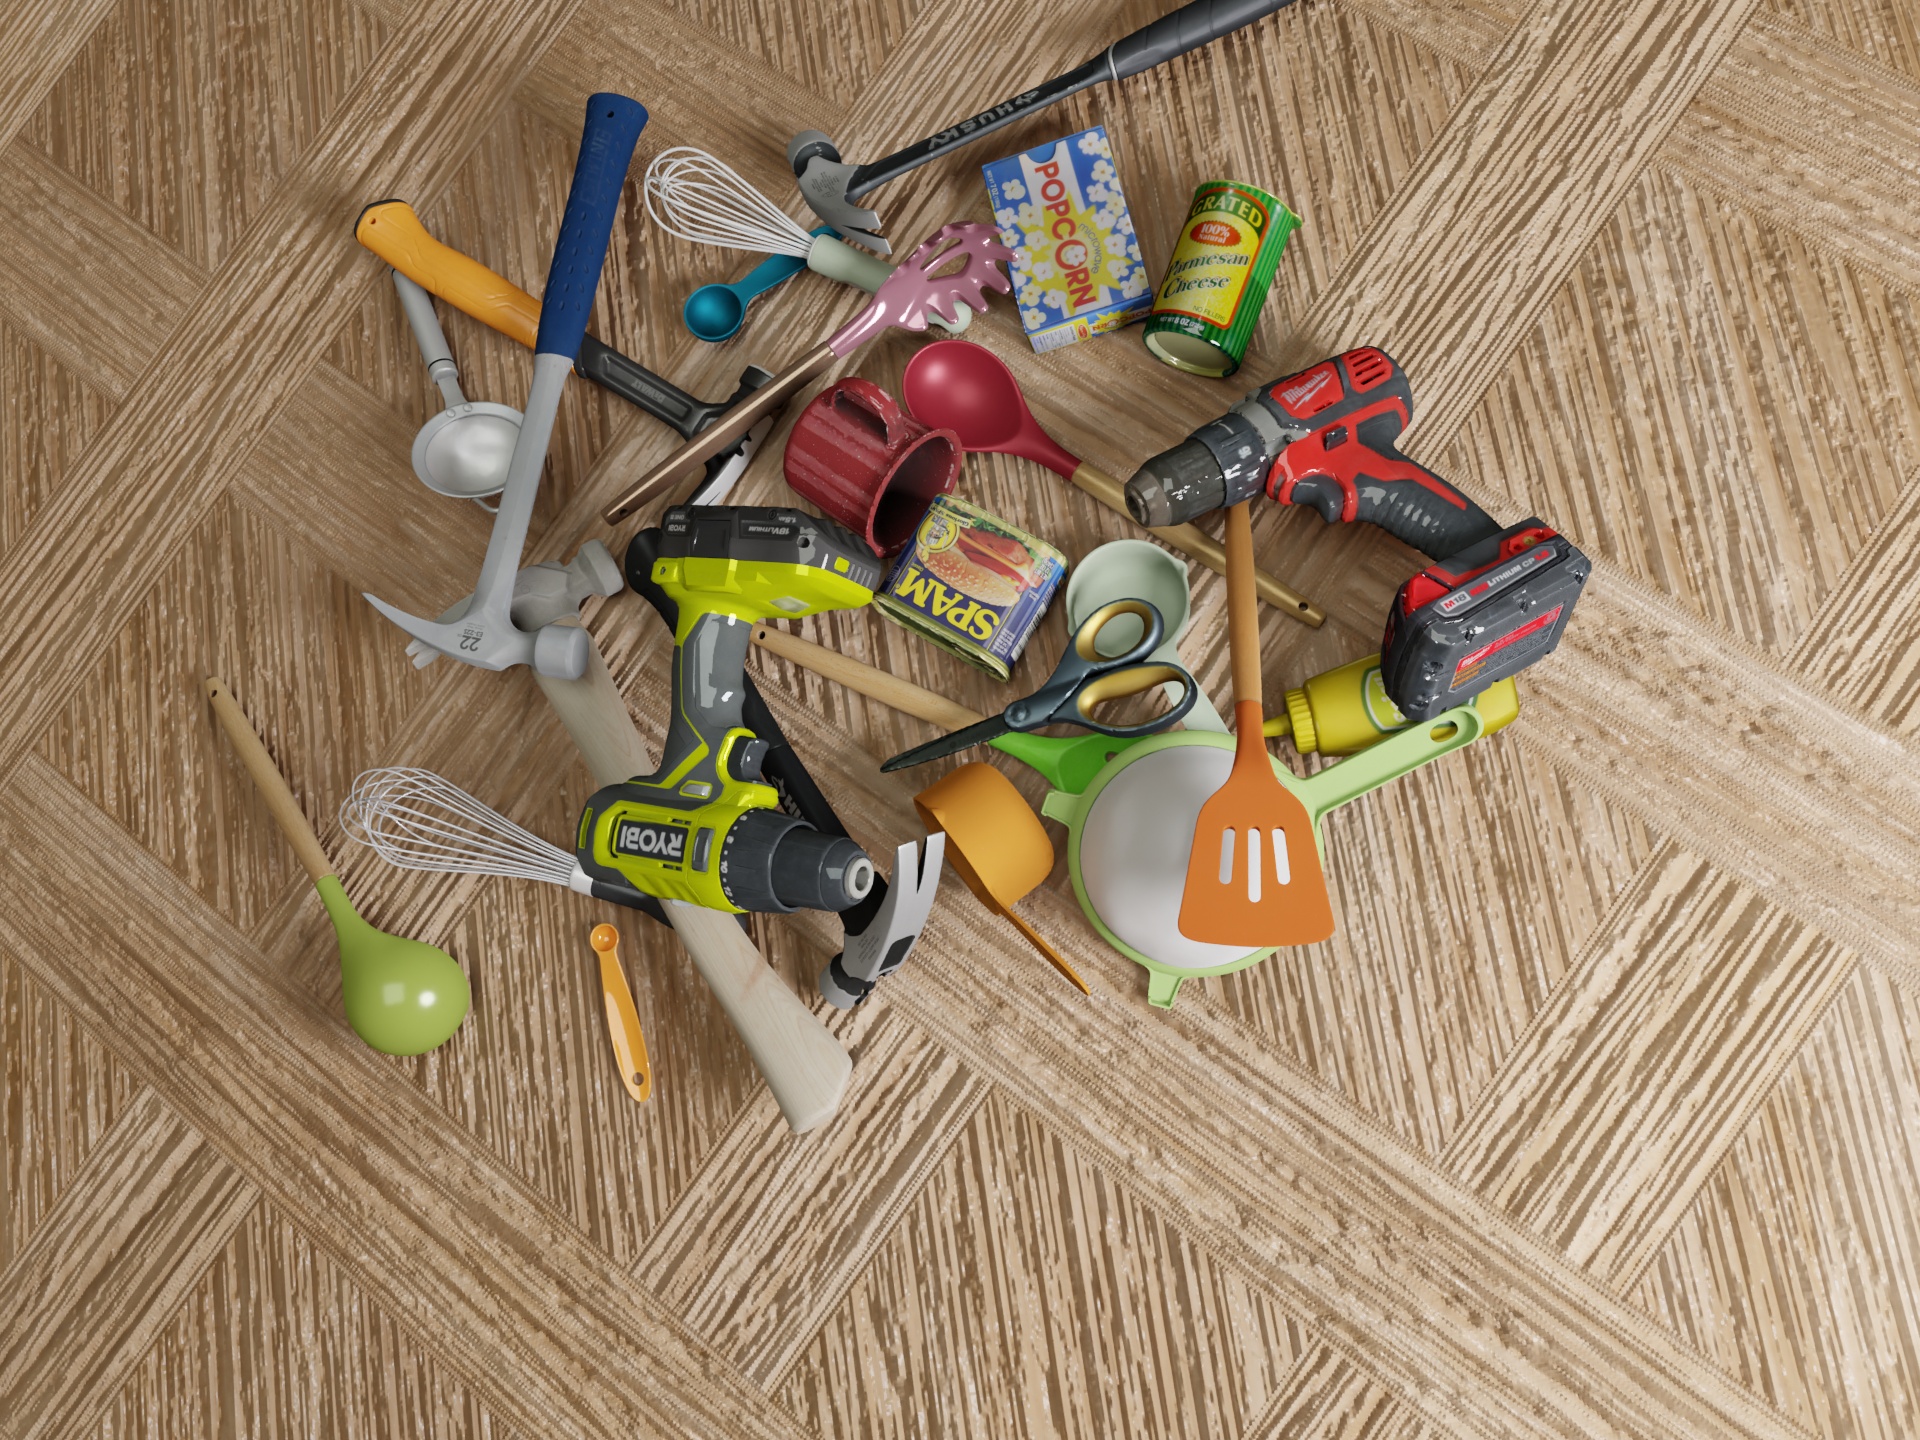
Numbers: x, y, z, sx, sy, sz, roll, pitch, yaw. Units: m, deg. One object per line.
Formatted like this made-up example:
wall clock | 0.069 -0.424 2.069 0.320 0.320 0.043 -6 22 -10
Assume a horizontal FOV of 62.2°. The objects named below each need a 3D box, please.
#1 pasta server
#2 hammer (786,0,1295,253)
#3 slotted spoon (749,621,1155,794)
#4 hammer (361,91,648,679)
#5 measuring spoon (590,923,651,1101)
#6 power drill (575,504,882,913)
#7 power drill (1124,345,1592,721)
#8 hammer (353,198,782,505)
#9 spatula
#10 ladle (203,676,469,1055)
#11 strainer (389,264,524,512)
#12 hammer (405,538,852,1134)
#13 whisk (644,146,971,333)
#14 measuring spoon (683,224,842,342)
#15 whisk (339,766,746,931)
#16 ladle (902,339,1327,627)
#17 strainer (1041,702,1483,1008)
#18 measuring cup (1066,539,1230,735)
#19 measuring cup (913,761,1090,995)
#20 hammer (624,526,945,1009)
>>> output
pasta server | -0.103 -0.220 1.029 0.316 0.060 0.040 -36 41 4
hammer | 0.086 -0.423 1.041 0.409 0.036 0.149 -25 44 2
slotted spoon | -0.002 -0.003 1.008 0.314 0.031 0.070 23 89 17
hammer | -0.276 -0.230 1.048 0.144 0.035 0.406 8 76 7
measuring spoon | -0.217 0.188 1.027 0.021 0.011 0.117 -17 80 8
power drill | -0.119 -0.002 0.914 0.191 0.080 0.228 6 82 32
power drill | 0.222 -0.109 0.916 0.188 0.080 0.227 -26 59 -14
hammer | -0.286 -0.259 1.097 0.337 0.034 0.127 33 87 11
spatula | 0.163 -0.020 0.912 0.081 0.041 0.323 -1 51 8
ladle | -0.433 0.091 1.078 0.078 0.062 0.320 -41 68 4
strainer | -0.359 -0.238 1.118 0.087 0.050 0.259 -20 69 -15
hammer | -0.198 0.077 0.997 0.146 0.038 0.411 -29 72 -13
whisk | -0.104 -0.318 1.070 0.246 0.058 0.059 26 112 6
measuring spoon | -0.133 -0.302 1.098 0.128 0.021 0.042 -35 76 -6
whisk | -0.272 0.092 1.031 0.284 0.070 0.070 17 84 9
ladle | 0.097 -0.147 1.014 0.315 0.031 0.069 34 90 13
strainer | 0.181 0.060 0.906 0.256 0.069 0.151 -28 95 12
measuring cup | 0.128 -0.033 0.982 0.083 0.038 0.168 -31 77 5
measuring cup | 0.040 0.090 0.931 0.052 0.095 0.174 -37 49 -11
hammer | -0.123 0.008 0.999 0.335 0.035 0.146 56 136 21
